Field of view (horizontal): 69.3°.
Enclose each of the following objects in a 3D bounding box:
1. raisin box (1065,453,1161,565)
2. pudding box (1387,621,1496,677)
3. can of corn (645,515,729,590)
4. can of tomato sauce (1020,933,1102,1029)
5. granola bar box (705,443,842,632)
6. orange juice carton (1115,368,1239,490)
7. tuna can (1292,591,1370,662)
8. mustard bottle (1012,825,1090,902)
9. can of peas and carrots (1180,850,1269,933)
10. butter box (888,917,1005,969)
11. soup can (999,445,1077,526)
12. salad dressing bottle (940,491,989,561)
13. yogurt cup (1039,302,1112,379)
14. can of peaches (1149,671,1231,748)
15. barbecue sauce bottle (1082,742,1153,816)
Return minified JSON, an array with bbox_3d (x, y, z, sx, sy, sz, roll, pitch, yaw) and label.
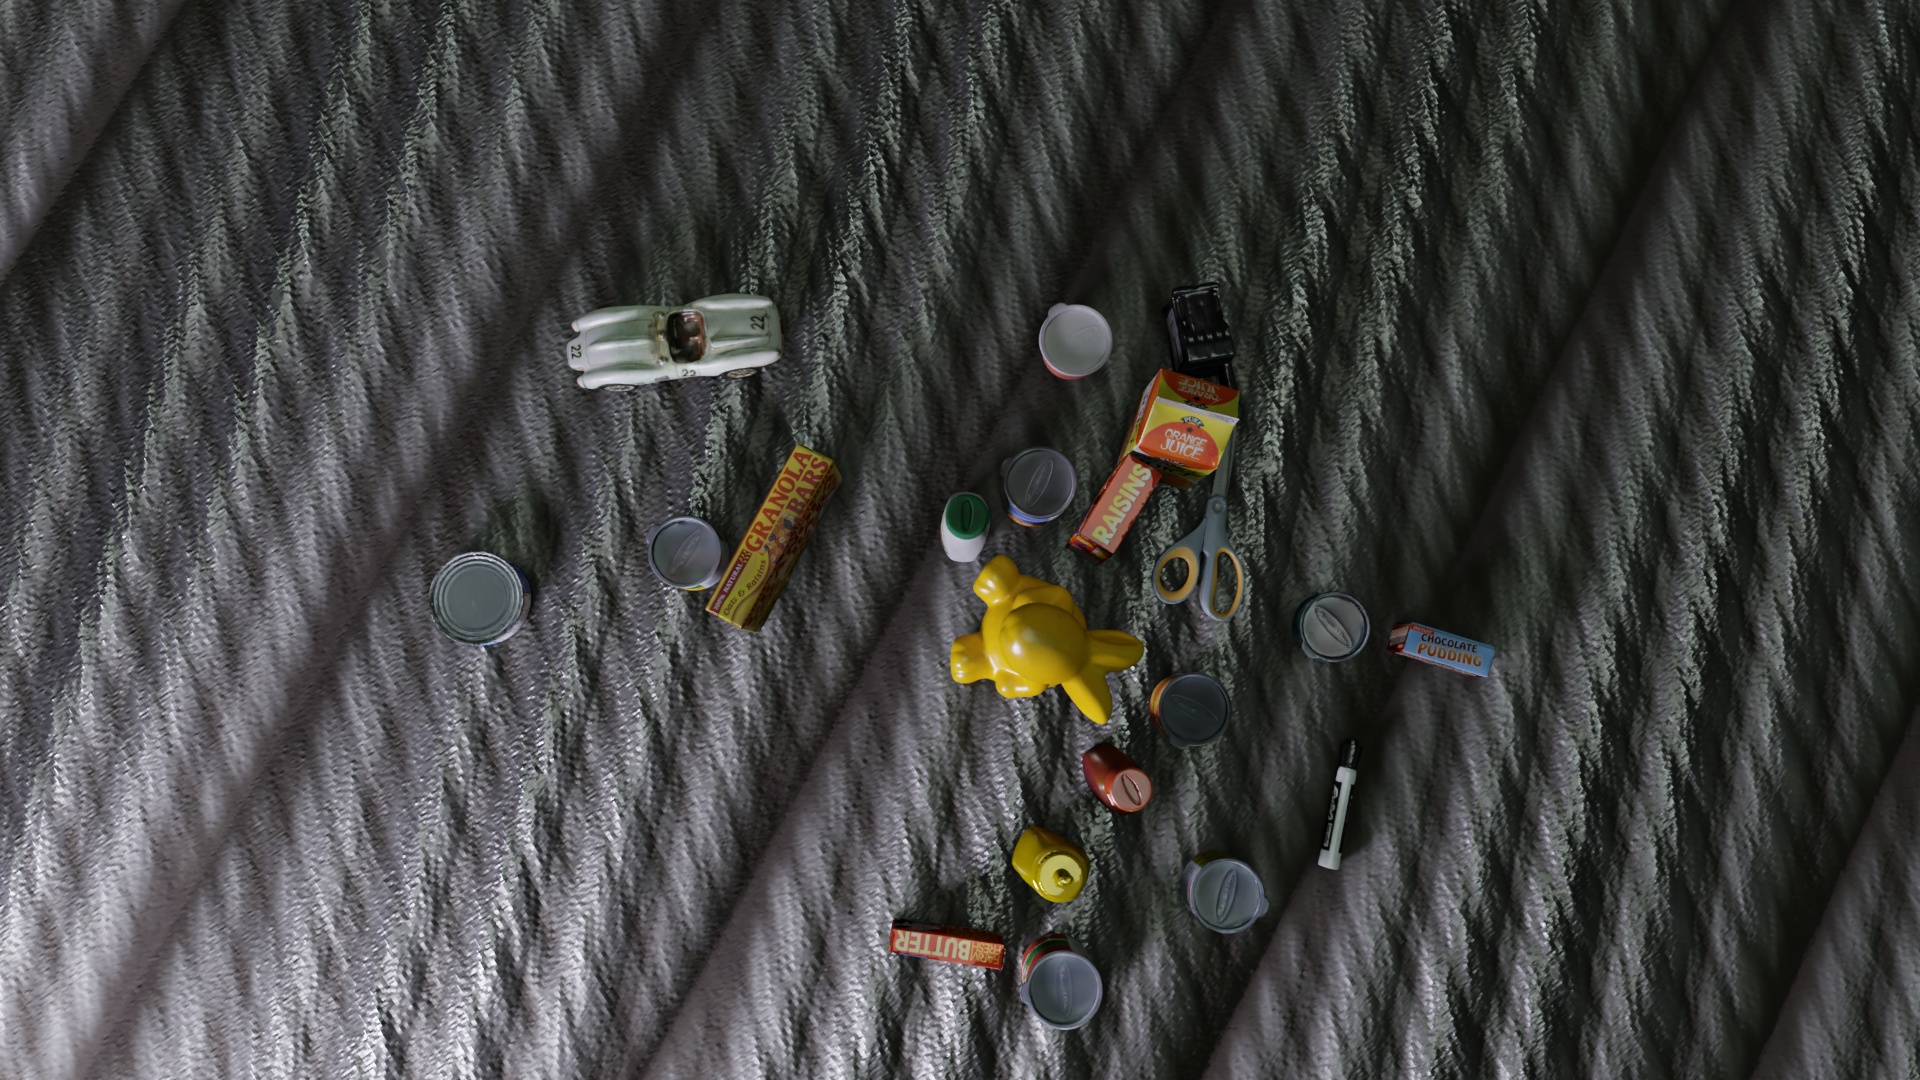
[{"bbox_3d":[0.137,-0.026,1.257,0.040,0.123,0.086,32,85,2],"label":"raisin box"},{"bbox_3d":[0.446,0.101,1.288,0.084,0.049,0.030,17,85,1],"label":"pudding box"},{"bbox_3d":[-0.251,0.011,1.277,0.071,0.058,0.071,0,84,-1],"label":"can of corn"},{"bbox_3d":[0.086,0.390,1.233,0.071,0.083,0.071,0,85,-1],"label":"can of tomato sauce"},{"bbox_3d":[-0.165,0.000,1.247,0.039,0.124,0.165,28,85,1],"label":"granola bar box"},{"bbox_3d":[0.193,-0.100,1.231,0.072,0.192,0.073,17,85,0],"label":"orange juice carton"},{"bbox_3d":[0.343,0.083,1.296,0.071,0.033,0.071,0,84,-1],"label":"tuna can"},{"bbox_3d":[0.081,0.284,1.205,0.065,0.160,0.049,25,85,1],"label":"mustard bottle"},{"bbox_3d":[0.239,0.317,1.256,0.071,0.058,0.071,0,84,-1],"label":"can of peas and carrots"},{"bbox_3d":[-0.012,0.362,1.249,0.103,0.053,0.024,9,85,0],"label":"butter box"},{"bbox_3d":[0.068,-0.050,1.278,0.071,0.083,0.071,0,85,-1],"label":"soup can"},{"bbox_3d":[0.004,-0.016,1.241,0.044,0.147,0.064,4,85,-1],"label":"salad dressing bottle"},{"bbox_3d":[0.106,-0.183,1.307,0.072,0.054,0.072,0,84,-1],"label":"yogurt cup"},{"bbox_3d":[0.208,0.156,1.273,0.071,0.058,0.071,0,84,-1],"label":"can of peaches"},{"bbox_3d":[0.139,0.213,1.220,0.044,0.148,0.065,-27,86,-3],"label":"barbecue sauce bottle"}]
